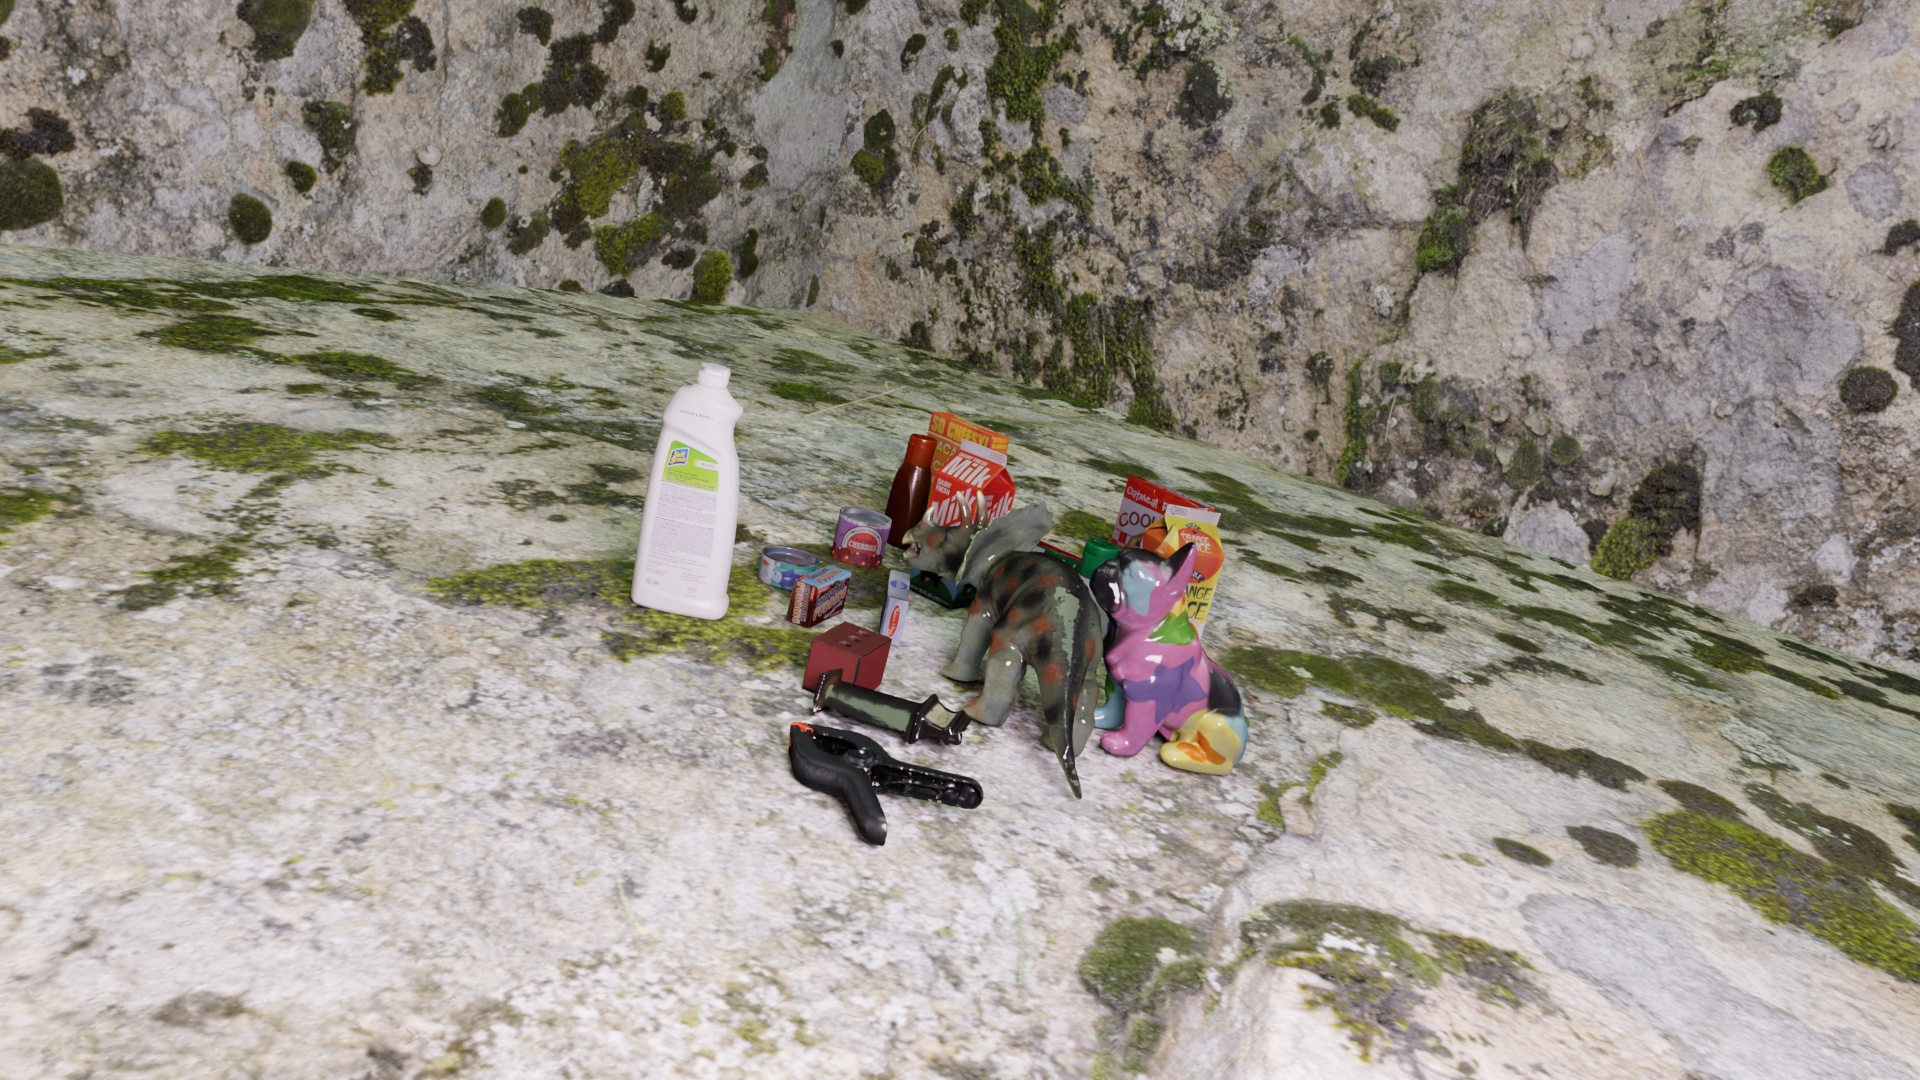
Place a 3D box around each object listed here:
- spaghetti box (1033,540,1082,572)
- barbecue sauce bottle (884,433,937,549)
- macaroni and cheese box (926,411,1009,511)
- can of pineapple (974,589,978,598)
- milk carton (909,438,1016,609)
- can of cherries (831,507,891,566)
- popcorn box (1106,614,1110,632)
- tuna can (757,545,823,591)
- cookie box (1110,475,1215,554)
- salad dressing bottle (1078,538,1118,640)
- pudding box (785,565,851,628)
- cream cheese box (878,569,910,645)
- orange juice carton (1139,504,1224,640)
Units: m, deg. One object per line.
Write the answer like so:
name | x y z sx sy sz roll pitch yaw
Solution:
spaghetti box | 0.134 0.041 1.821 0.250 0.050 0.029 24 17 33
barbecue sauce bottle | -0.066 -0.066 1.841 0.044 0.148 0.065 4 17 -36
macaroni and cheese box | -0.005 -0.082 1.923 0.040 0.166 0.124 -1 20 -46
can of pineapple | 0.047 0.076 1.589 0.071 0.057 0.071 13 14 -3
milk carton | 0.006 -0.021 1.651 0.072 0.190 0.073 23 17 34
can of cherries | -0.124 -0.004 1.729 0.071 0.058 0.072 13 14 -3
popcorn box | 0.218 0.078 1.690 0.127 0.085 0.038 13 14 -4
tuna can | -0.193 0.032 1.579 0.071 0.032 0.071 13 14 -3
cookie box | 0.250 0.014 1.795 0.040 0.167 0.123 2 19 -42
salad dressing bottle | 0.135 0.073 1.505 0.044 0.147 0.064 0 20 -45
pudding box | -0.151 0.059 1.483 0.030 0.049 0.084 18 15 17
cream cheese box | -0.071 0.072 1.501 0.024 0.053 0.104 13 14 -4
orange juice carton | 0.241 0.054 1.585 0.072 0.192 0.073 9 15 -21
